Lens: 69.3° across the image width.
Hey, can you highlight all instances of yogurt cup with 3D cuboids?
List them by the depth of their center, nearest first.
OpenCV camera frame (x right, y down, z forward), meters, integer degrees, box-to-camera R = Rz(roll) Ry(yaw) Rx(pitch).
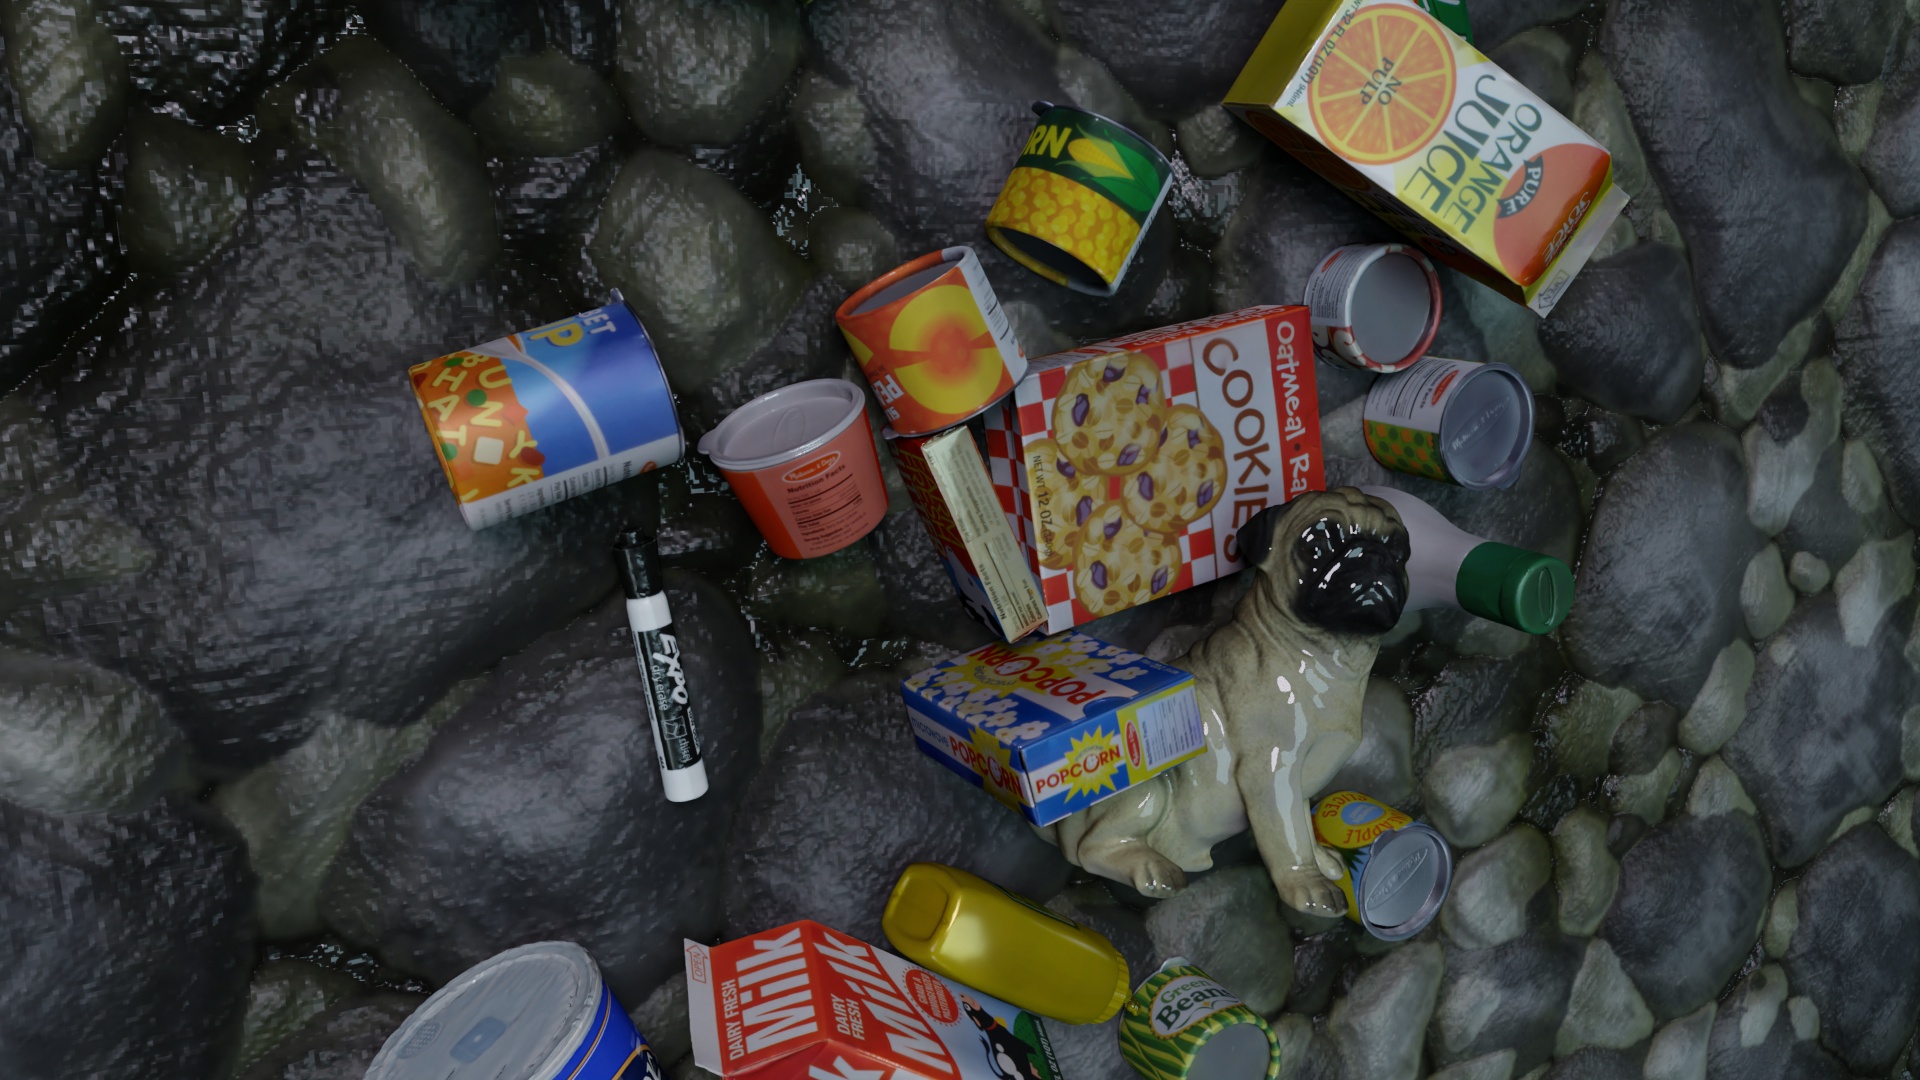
[{"bbox_3d":[-0.064,-0.029,0.580,0.072,0.072,0.053,-31,121,-18],"label":"yogurt cup"}]

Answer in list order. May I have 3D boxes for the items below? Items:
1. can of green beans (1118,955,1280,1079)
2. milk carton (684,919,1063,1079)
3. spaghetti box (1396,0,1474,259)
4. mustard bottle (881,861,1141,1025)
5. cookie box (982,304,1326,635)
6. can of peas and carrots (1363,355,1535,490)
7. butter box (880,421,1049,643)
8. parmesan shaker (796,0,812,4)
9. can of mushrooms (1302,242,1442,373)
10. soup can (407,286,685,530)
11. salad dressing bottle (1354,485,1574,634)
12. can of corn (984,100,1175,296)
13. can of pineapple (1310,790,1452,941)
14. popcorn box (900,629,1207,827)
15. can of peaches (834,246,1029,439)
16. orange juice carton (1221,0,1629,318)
[{"bbox_3d":[0.127,0.269,0.738,0.071,0.058,0.071,-6,103,-25],"label":"can of green beans"},{"bbox_3d":[-0.044,0.237,0.629,0.190,0.072,0.073,32,106,-29],"label":"milk carton"},{"bbox_3d":[0.224,-0.266,0.693,0.050,0.029,0.249,-25,111,-20],"label":"spaghetti box"},{"bbox_3d":[0.036,0.204,0.680,0.160,0.065,0.049,33,77,-34],"label":"mustard bottle"},{"bbox_3d":[0.098,-0.038,0.671,0.168,0.040,0.122,-16,107,-23],"label":"cookie box"},{"bbox_3d":[0.259,-0.062,0.735,0.071,0.059,0.070,-6,104,-25],"label":"can of peas and carrots"},{"bbox_3d":[0.002,-0.008,0.623,0.024,0.053,0.103,-30,112,-15],"label":"butter box"},{"bbox_3d":[-0.097,-0.251,0.515,0.103,0.071,0.071,9,97,-27],"label":"parmesan shaker"},{"bbox_3d":[0.214,-0.119,0.716,0.071,0.033,0.071,-5,102,-25],"label":"can of mushrooms"},{"bbox_3d":[-0.158,-0.050,0.528,0.084,0.071,0.071,-22,110,-20],"label":"soup can"},{"bbox_3d":[0.231,0.011,0.686,0.044,0.148,0.064,-17,108,-22],"label":"salad dressing bottle"},{"bbox_3d":[0.050,-0.149,0.610,0.071,0.071,0.058,28,88,-28],"label":"can of corn"},{"bbox_3d":[0.227,0.177,0.769,0.071,0.058,0.071,-6,103,-26],"label":"can of pineapple"},{"bbox_3d":[0.037,0.077,0.616,0.085,0.127,0.038,-19,105,-22],"label":"popcorn box"},{"bbox_3d":[-0.014,-0.084,0.592,0.071,0.071,0.058,-34,113,-16],"label":"can of peaches"},{"bbox_3d":[0.228,-0.184,0.658,0.192,0.073,0.071,29,102,-16],"label":"orange juice carton"}]
